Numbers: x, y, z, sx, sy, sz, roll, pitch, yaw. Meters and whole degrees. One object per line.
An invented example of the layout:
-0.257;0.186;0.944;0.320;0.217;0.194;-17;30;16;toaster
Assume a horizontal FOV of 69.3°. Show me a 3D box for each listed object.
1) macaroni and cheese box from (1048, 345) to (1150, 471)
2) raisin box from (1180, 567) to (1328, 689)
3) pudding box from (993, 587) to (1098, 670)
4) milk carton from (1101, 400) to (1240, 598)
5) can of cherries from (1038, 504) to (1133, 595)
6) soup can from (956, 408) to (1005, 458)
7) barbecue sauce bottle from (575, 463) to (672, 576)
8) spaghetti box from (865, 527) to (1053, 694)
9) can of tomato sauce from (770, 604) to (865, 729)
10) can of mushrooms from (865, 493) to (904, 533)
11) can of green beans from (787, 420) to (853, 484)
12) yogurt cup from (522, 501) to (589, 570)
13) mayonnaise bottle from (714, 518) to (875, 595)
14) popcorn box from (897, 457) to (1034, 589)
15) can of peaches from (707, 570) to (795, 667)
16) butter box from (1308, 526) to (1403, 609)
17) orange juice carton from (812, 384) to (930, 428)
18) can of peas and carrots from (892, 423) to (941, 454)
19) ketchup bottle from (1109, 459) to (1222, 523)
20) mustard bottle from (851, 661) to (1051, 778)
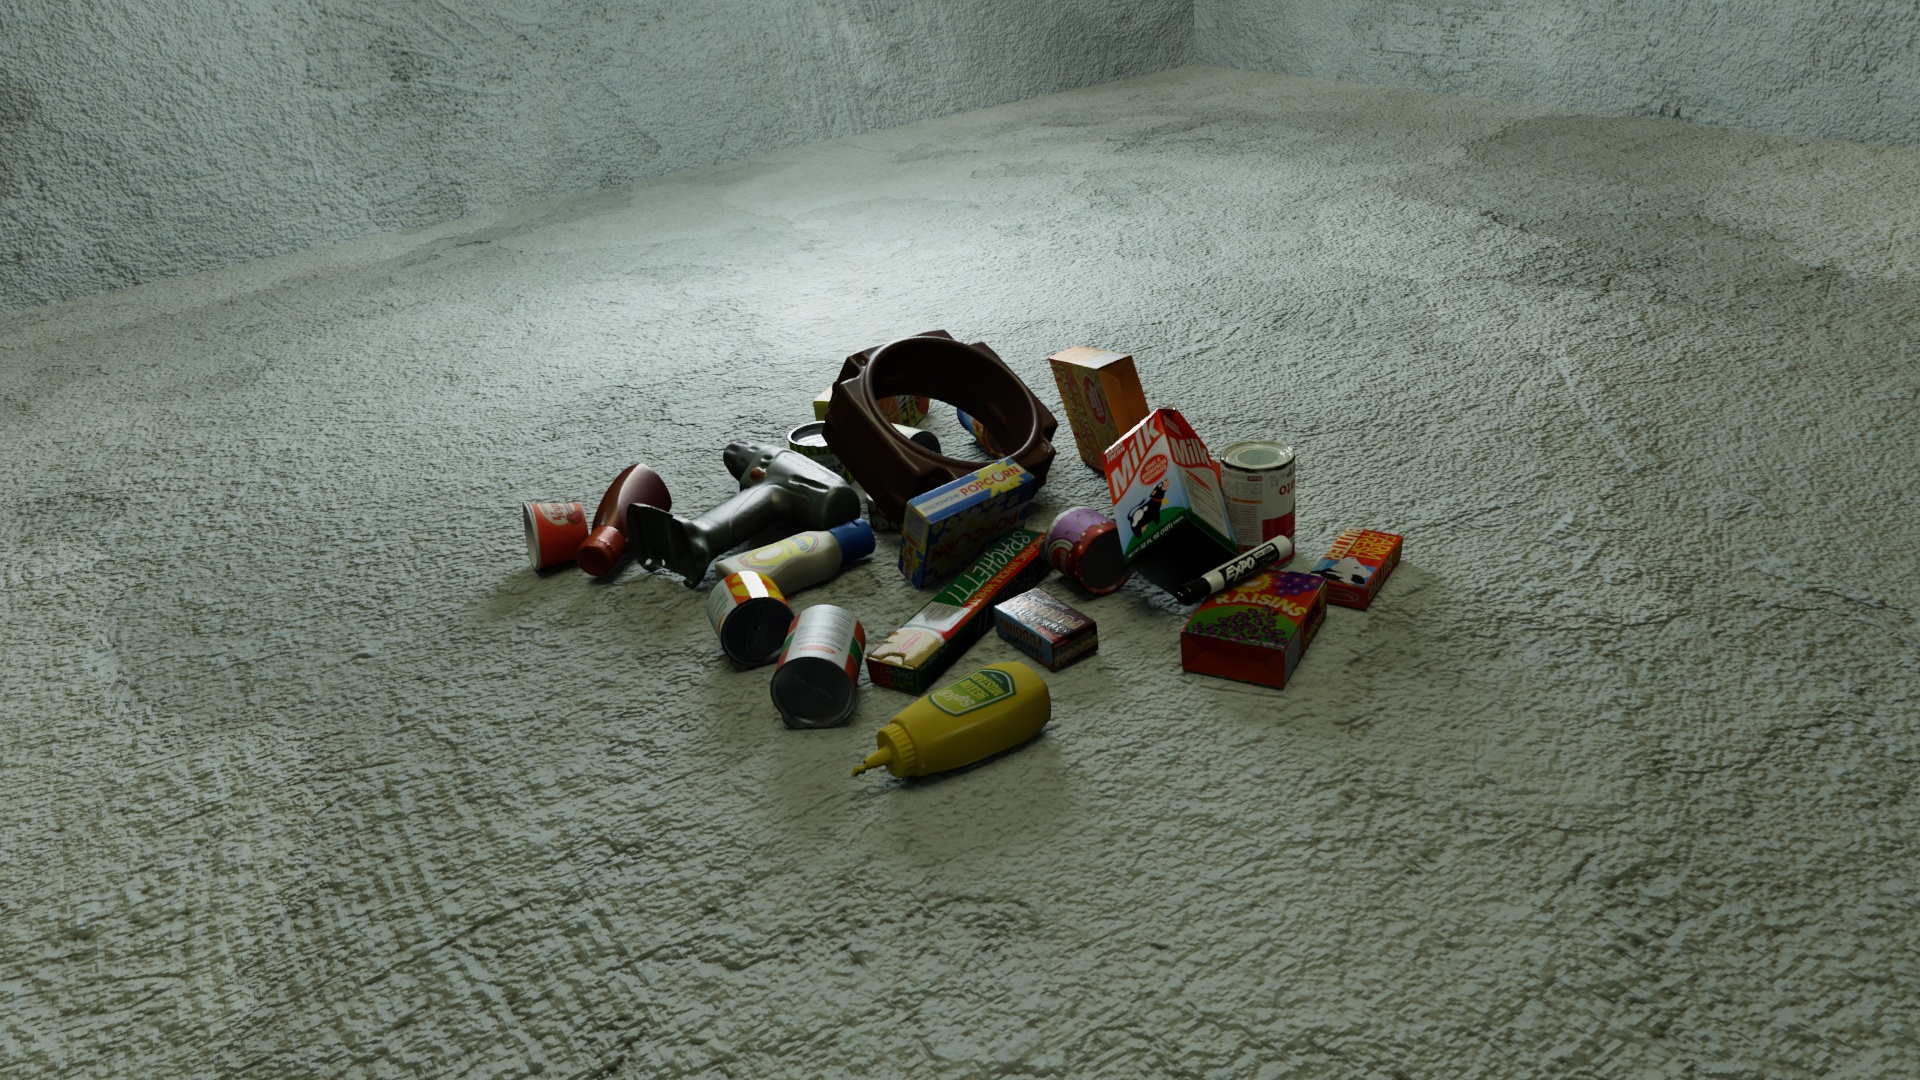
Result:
0.147;-0.129;1.403;0.040;0.123;0.167;-22;15;-8;macaroni and cheese box
0.241;0.066;1.134;0.086;0.040;0.124;9;30;29;raisin box
0.071;0.074;1.165;0.050;0.030;0.084;-22;31;-27;pudding box
0.181;-0.046;1.237;0.072;0.073;0.191;-39;35;28;milk carton
0.115;0.010;1.243;0.072;0.071;0.058;-19;31;-23;can of cherries
0.039;-0.137;1.540;0.071;0.071;0.084;-14;28;-16;soup can
-0.340;-0.018;1.396;0.043;0.064;0.149;-23;24;22;barbecue sauce bottle
0.009;0.056;1.214;0.050;0.028;0.251;11;32;30;spaghetti box
-0.113;0.101;1.113;0.071;0.071;0.083;-4;26;5;can of tomato sauce
-0.060;-0.036;1.404;0.071;0.033;0.071;-5;26;2;can of mushrooms
-0.150;-0.090;1.501;0.071;0.057;0.071;-5;27;2;can of green beans
-0.403;-0.007;1.387;0.054;0.072;0.072;-9;26;-24;yogurt cup
-0.152;0.019;1.306;0.148;0.041;0.065;-22;31;-27;mayonnaise bottle
0.005;-0.016;1.288;0.127;0.084;0.038;-25;52;-32;popcorn box
-0.178;0.067;1.193;0.071;0.071;0.058;-15;28;-17;can of peaches
0.345;0.023;1.213;0.053;0.024;0.104;11;32;32;butter box
-0.094;-0.163;1.615;0.072;0.072;0.194;5;28;21;orange juice carton
-0.065;-0.090;1.469;0.059;0.070;0.071;16;34;38;can of peas and carrots
0.195;-0.035;1.337;0.065;0.043;0.149;16;34;40;ketchup bottle
-0.010;0.140;1.031;0.161;0.048;0.065;-21;29;-28;mustard bottle
